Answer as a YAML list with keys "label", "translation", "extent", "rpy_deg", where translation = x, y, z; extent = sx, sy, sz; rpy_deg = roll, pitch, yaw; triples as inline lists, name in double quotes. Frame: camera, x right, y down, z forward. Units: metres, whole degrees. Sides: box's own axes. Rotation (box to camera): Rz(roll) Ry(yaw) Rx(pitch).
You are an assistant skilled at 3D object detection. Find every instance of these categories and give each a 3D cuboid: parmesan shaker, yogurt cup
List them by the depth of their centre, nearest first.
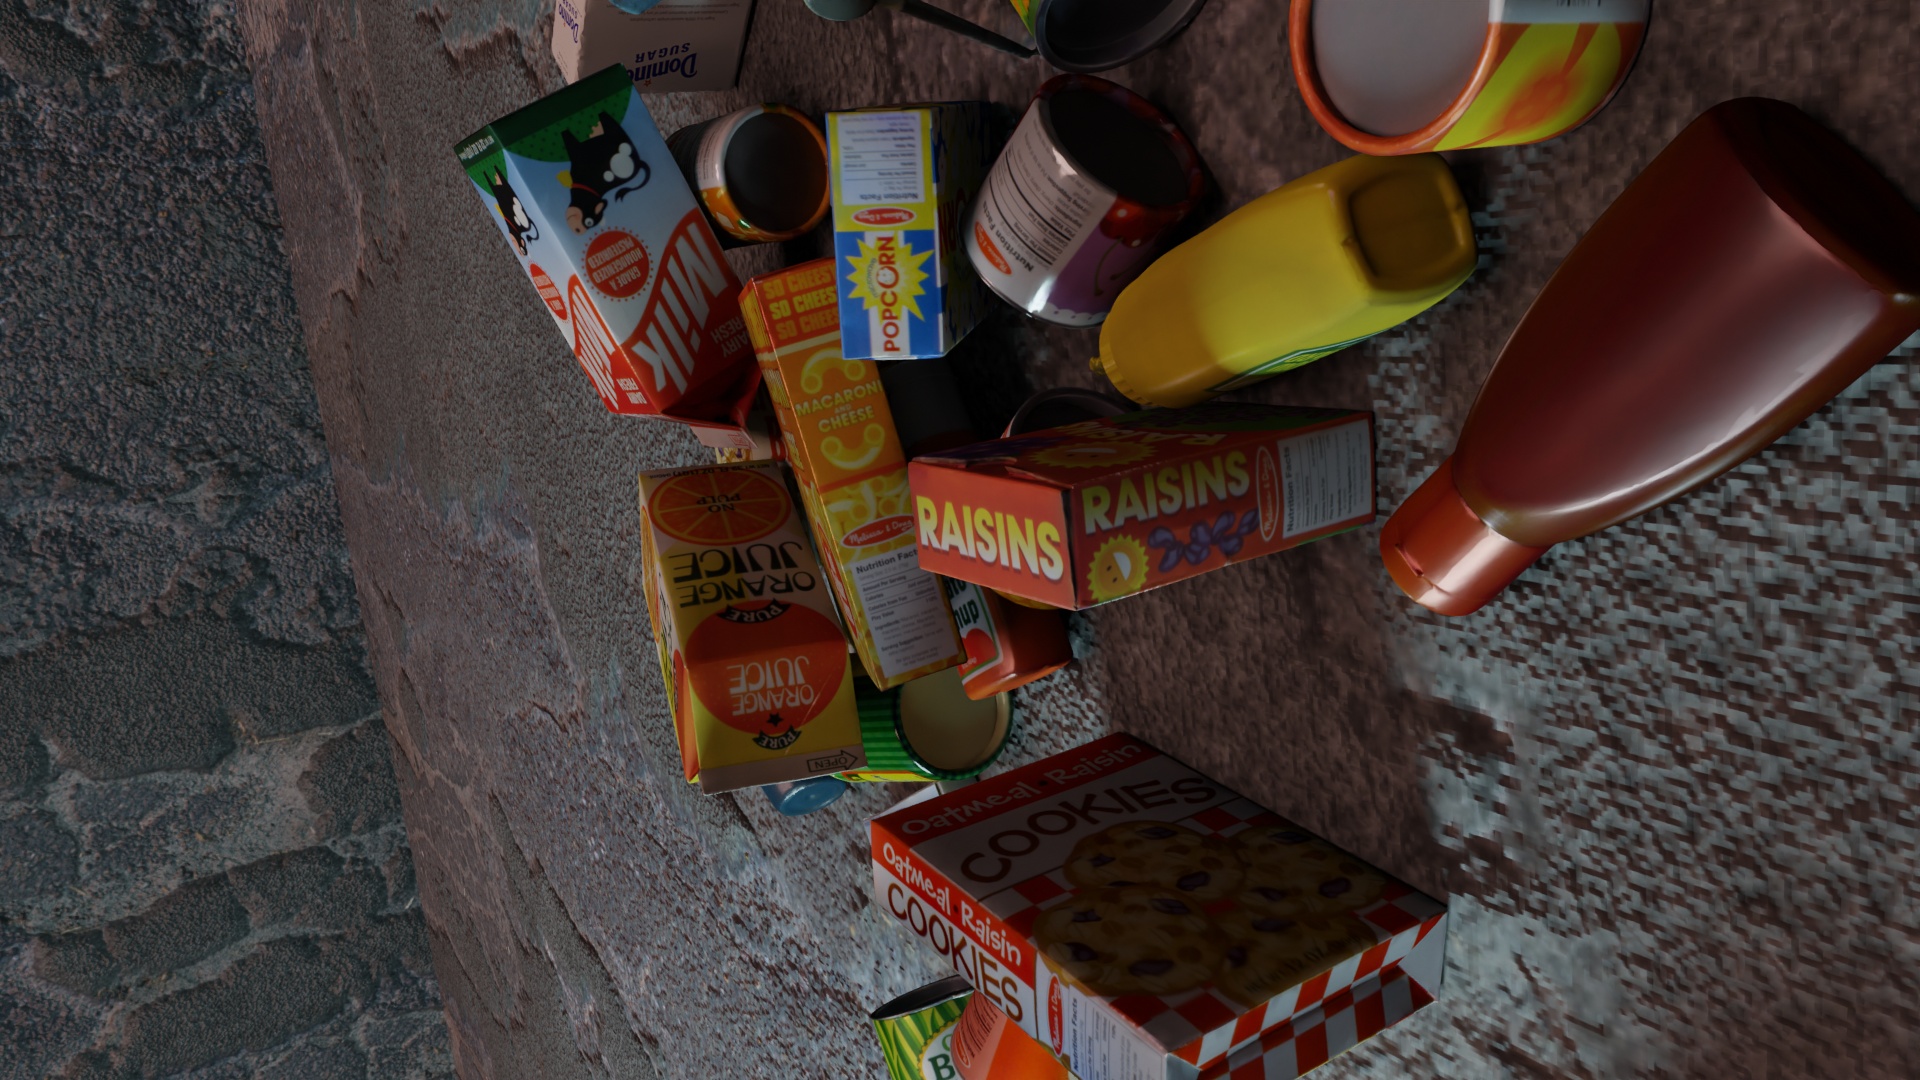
- label: "yogurt cup"
  translation: [0.033, 0.218, 0.631]
  extent: [0.072, 0.072, 0.053]
  rpy_deg: [40, 126, 44]
- label: "parmesan shaker"
  translation: [-0.030, 0.084, 0.670]
  extent: [0.103, 0.071, 0.071]
  rpy_deg: [-16, 88, 59]

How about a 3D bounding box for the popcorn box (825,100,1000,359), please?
- label: "popcorn box"
  translation: [-0.014, -0.121, 0.526]
  extent: [0.127, 0.038, 0.085]
  rpy_deg: [-58, -32, -69]

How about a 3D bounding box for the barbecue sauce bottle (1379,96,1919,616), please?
- label: "barbecue sauce bottle"
  translation: [0.160, -0.033, 0.346]
  extent: [0.065, 0.044, 0.147]
  rpy_deg: [61, 146, 23]

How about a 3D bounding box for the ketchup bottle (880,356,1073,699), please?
- label: "ketchup bottle"
  translation: [0.002, -0.008, 0.610]
  extent: [0.064, 0.044, 0.149]
  rpy_deg: [-41, 66, 63]

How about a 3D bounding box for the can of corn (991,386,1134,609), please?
- label: "can of corn"
  translation: [0.040, -0.013, 0.527]
  extent: [0.071, 0.071, 0.058]
  rpy_deg: [64, 147, 20]

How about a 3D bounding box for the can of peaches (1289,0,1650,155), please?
- label: "can of peaches"
  translation: [0.125, -0.130, 0.350]
  extent: [0.071, 0.058, 0.071]
  rpy_deg: [28, 124, 50]

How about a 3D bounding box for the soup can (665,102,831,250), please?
- label: "soup can"
  translation: [-0.108, -0.180, 0.701]
  extent: [0.084, 0.071, 0.071]
  rpy_deg: [12, 112, 55]

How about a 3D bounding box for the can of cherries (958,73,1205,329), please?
- label: "can of cherries"
  translation: [0.043, -0.117, 0.479]
  extent: [0.071, 0.072, 0.058]
  rpy_deg: [62, 140, 22]

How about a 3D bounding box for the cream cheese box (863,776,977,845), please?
- label: "cream cheese box"
  translation: [-0.015, 0.157, 0.721]
  extent: [0.103, 0.024, 0.053]
  rpy_deg: [-41, 68, 56]

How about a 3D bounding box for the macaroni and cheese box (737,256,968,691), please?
- label: "macaroni and cheese box"
  translation: [-0.048, -0.032, 0.589]
  extent: [0.124, 0.040, 0.166]
  rpy_deg: [-152, 45, -77]

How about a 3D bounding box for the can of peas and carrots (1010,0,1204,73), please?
- label: "can of peas and carrots"
  translation: [0.043, -0.198, 0.448]
  extent: [0.059, 0.071, 0.070]
  rpy_deg: [64, 147, 21]

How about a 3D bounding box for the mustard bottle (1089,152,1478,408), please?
- label: "mustard bottle"
  translation: [0.085, -0.072, 0.436]
  extent: [0.160, 0.065, 0.049]
  rpy_deg: [-20, 89, 65]

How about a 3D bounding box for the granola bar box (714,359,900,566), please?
- label: "granola bar box"
  translation: [-0.081, -0.051, 0.730]
  extent: [0.165, 0.039, 0.124]
  rpy_deg: [5, 107, 58]

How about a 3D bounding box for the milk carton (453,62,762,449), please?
- label: "milk carton"
  translation: [-0.160, -0.127, 0.687]
  extent: [0.072, 0.074, 0.190]
  rpy_deg: [9, 131, 56]

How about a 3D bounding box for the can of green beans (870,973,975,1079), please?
- label: "can of green beans"
  translation: [-0.006, 0.257, 0.704]
  extent: [0.071, 0.071, 0.058]
  rpy_deg: [-34, 74, 57]

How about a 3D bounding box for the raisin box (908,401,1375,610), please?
- label: "raisin box"
  translation: [0.058, -0.016, 0.440]
  extent: [0.086, 0.124, 0.040]
  rpy_deg: [14, 114, 56]

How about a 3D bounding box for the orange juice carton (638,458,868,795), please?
- label: "orange juice carton"
  translation: [-0.101, 0.045, 0.647]
  extent: [0.193, 0.072, 0.072]
  rpy_deg: [-118, 28, -49]

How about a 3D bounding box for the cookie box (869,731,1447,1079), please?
- label: "cookie box"
  translation: [0.062, 0.129, 0.490]
  extent: [0.167, 0.123, 0.040]
  rpy_deg: [23, 120, 53]
